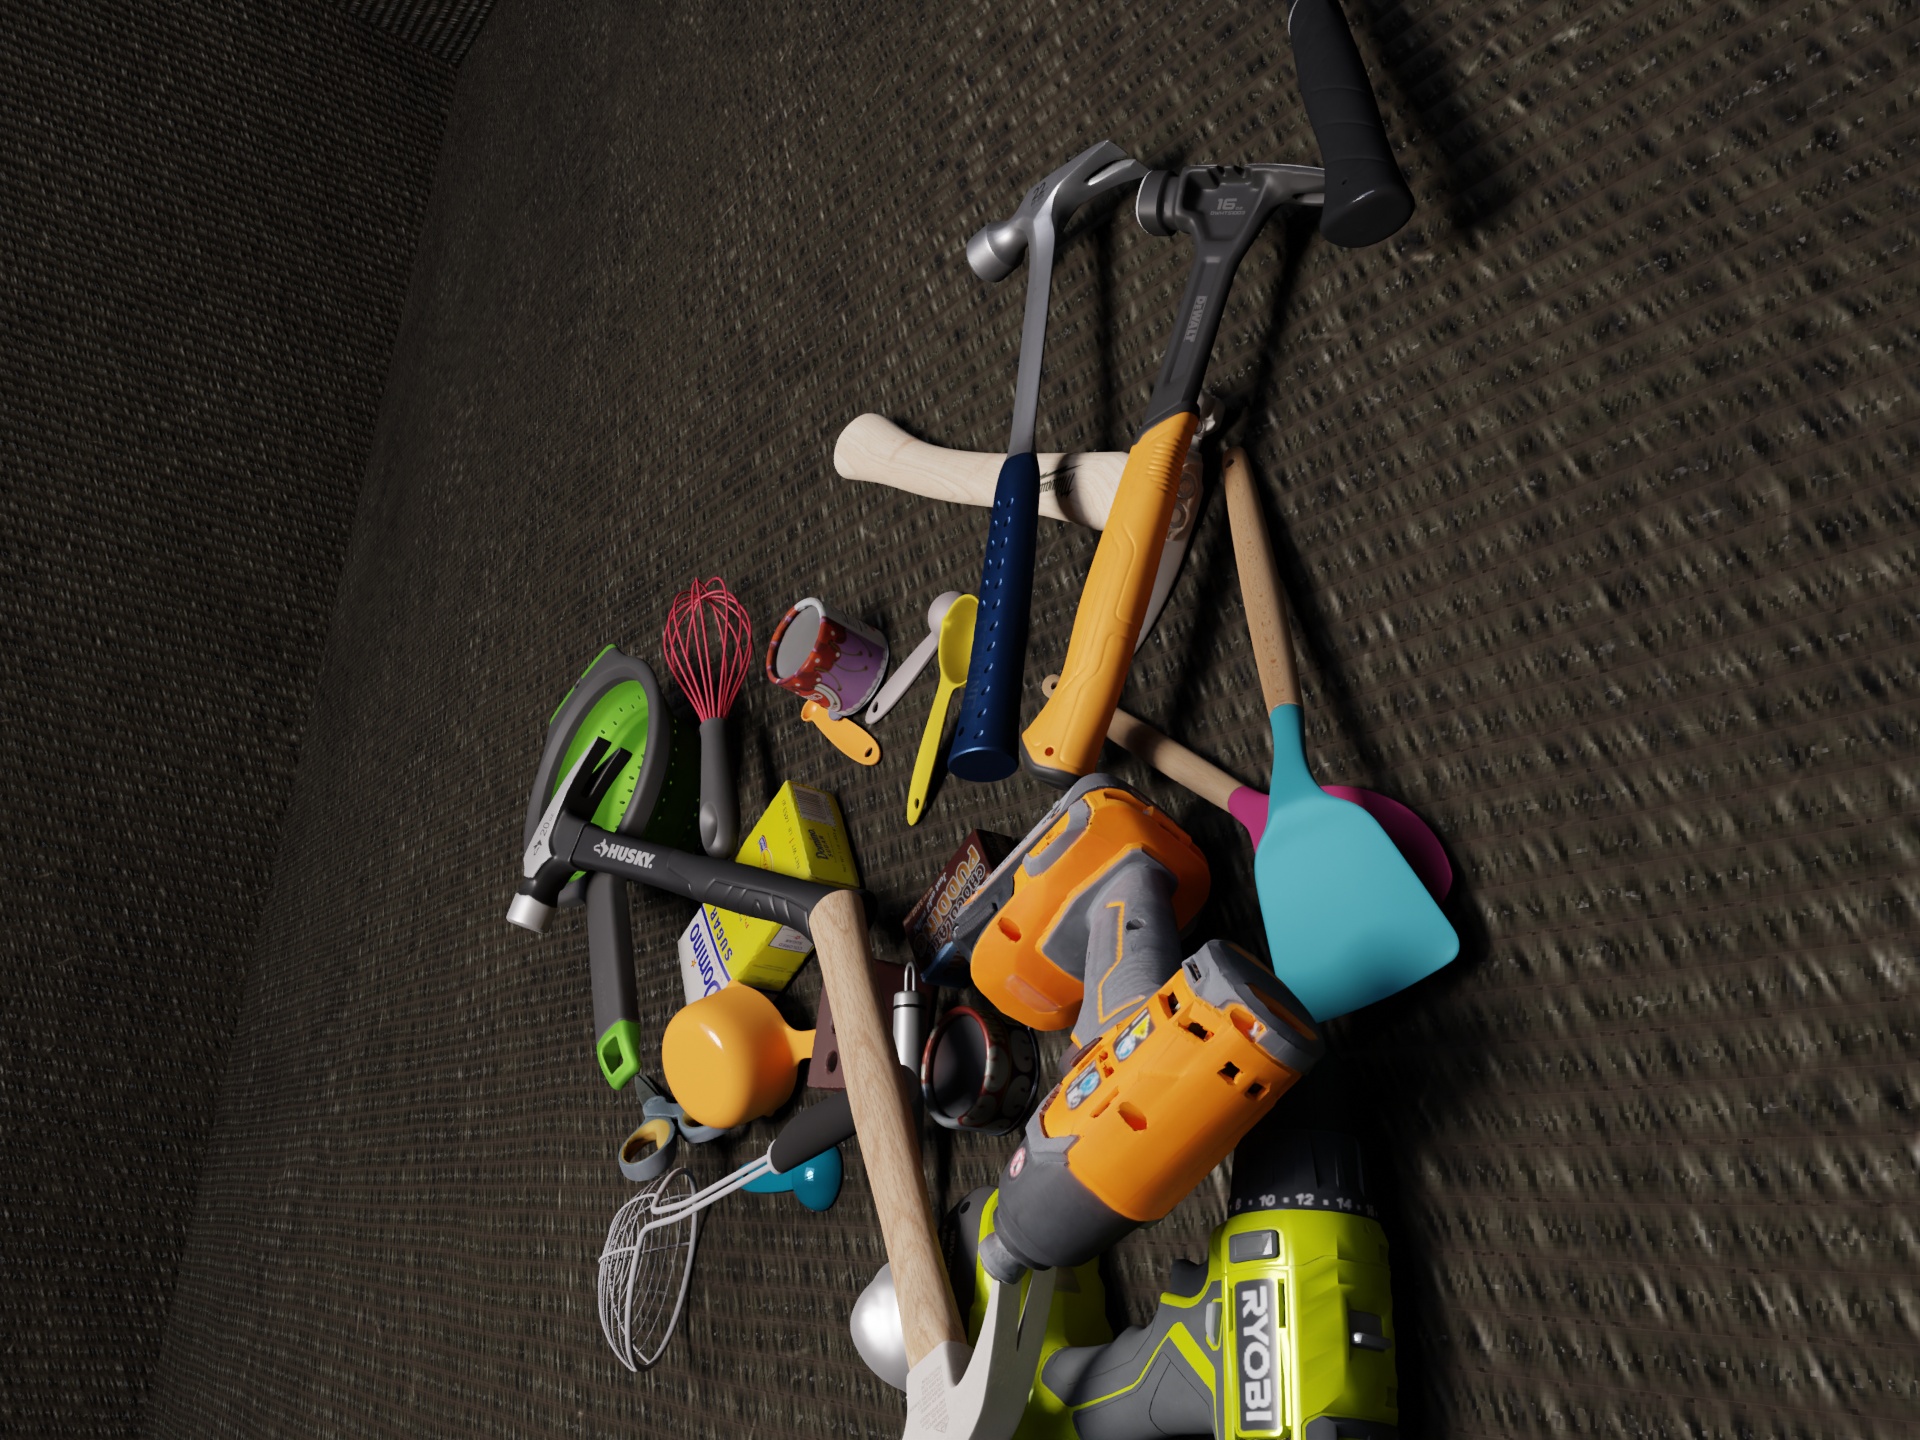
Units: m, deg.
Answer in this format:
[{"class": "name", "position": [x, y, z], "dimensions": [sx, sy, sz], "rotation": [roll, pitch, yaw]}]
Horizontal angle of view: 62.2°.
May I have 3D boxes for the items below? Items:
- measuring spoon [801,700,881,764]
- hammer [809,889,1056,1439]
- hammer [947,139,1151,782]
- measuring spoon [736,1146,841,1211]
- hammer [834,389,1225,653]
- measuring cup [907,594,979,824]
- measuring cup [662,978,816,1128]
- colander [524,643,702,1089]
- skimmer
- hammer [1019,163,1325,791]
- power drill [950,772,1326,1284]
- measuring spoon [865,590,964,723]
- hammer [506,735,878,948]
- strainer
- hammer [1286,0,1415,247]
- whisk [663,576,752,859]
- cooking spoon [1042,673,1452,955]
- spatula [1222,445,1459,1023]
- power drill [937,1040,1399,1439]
[{"class": "measuring spoon", "position": [-0.082, 0.009, 1.115], "dimensions": [0.021, 0.011, 0.117], "rotation": [-58, 36, 1]}, {"class": "hammer", "position": [-0.033, 0.206, 0.776], "dimensions": [0.130, 0.031, 0.332], "rotation": [-48, 35, 23]}, {"class": "hammer", "position": [0.038, -0.157, 0.905], "dimensions": [0.144, 0.035, 0.406], "rotation": [-27, 48, 47]}, {"class": "measuring spoon", "position": [-0.118, 0.291, 1.018], "dimensions": [0.128, 0.021, 0.042], "rotation": [-21, 58, 50]}, {"class": "hammer", "position": [0.013, -0.146, 1.018], "dimensions": [0.411, 0.038, 0.146], "rotation": [23, 96, 59]}, {"class": "measuring cup", "position": [-0.002, -0.003, 0.990], "dimensions": [0.062, 0.029, 0.156], "rotation": [49, 128, 54]}, {"class": "measuring cup", "position": [-0.126, 0.216, 1.017], "dimensions": [0.173, 0.052, 0.095], "rotation": [-14, 91, 43]}, {"class": "colander", "position": [-0.242, 0.115, 1.219], "dimensions": [0.204, 0.094, 0.398], "rotation": [-46, 39, 27]}, {"class": "skimmer", "position": [-0.117, 0.294, 0.958], "dimensions": [0.363, 0.090, 0.127], "rotation": [-39, 24, 39]}, {"class": "hammer", "position": [0.105, -0.125, 0.807], "dimensions": [0.127, 0.034, 0.337], "rotation": [13, 82, 37]}, {"class": "power drill", "position": [0.057, 0.130, 0.693], "dimensions": [0.164, 0.084, 0.227], "rotation": [-48, 18, 12]}, {"class": "measuring spoon", "position": [-0.035, -0.040, 1.056], "dimensions": [0.124, 0.018, 0.034], "rotation": [-50, 38, 33]}, {"class": "hammer", "position": [-0.180, 0.098, 1.065], "dimensions": [0.335, 0.035, 0.146], "rotation": [8, 72, 42]}, {"class": "strainer", "position": [-0.033, 0.259, 0.873], "dimensions": [0.087, 0.050, 0.259], "rotation": [127, 148, -62]}, {"class": "hammer", "position": [0.185, -0.382, 0.829], "dimensions": [0.149, 0.036, 0.409], "rotation": [-40, 38, 38]}, {"class": "whisk", "position": [-0.188, -0.007, 1.213], "dimensions": [0.073, 0.073, 0.296], "rotation": [-50, 34, 31]}, {"class": "cooking spoon", "position": [0.123, 0.030, 0.779], "dimensions": [0.069, 0.017, 0.319], "rotation": [-58, 33, 3]}, {"class": "spatula", "position": [0.152, -0.016, 0.737], "dimensions": [0.082, 0.044, 0.318], "rotation": [-34, 39, 32]}, {"class": "power drill", "position": [0.085, 0.244, 0.680], "dimensions": [0.228, 0.080, 0.191], "rotation": [-29, 48, 45]}]
